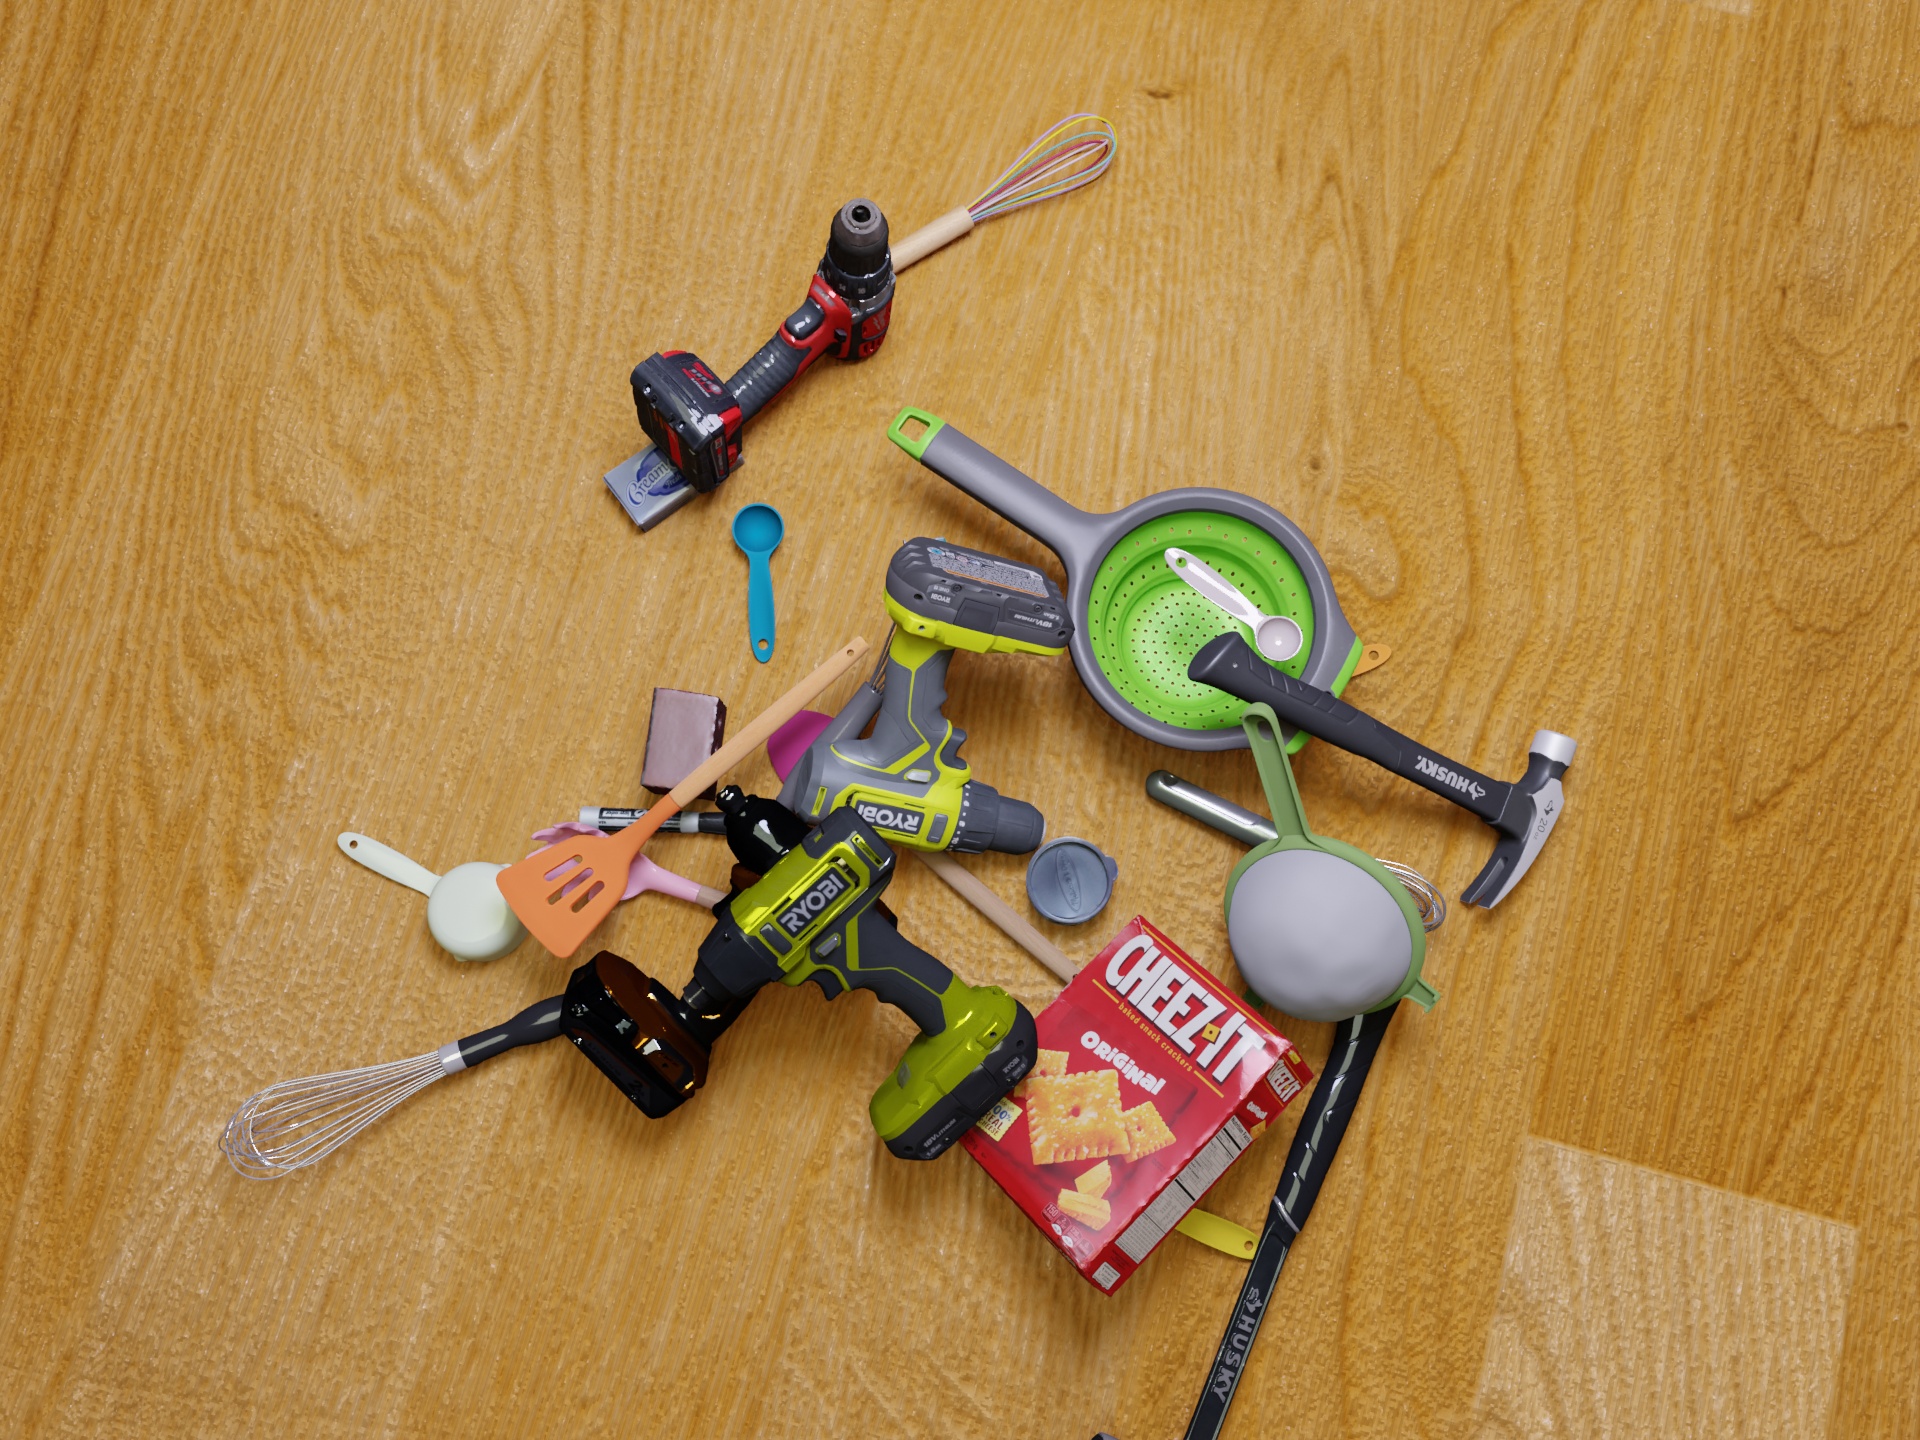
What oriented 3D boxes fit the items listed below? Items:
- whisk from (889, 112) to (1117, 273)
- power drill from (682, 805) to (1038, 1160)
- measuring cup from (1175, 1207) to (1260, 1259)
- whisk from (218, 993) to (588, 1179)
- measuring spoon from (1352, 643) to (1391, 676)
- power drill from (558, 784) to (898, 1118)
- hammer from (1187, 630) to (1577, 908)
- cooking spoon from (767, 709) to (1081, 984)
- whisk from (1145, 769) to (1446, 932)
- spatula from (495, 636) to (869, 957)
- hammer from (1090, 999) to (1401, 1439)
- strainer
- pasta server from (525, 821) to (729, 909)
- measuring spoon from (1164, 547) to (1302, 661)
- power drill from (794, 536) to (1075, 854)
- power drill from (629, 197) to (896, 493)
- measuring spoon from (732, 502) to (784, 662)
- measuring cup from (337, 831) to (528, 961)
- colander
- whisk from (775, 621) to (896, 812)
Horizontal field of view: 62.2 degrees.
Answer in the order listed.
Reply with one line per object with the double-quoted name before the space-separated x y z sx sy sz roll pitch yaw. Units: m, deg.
"whisk" 0.027 -0.430 1.332 0.245 0.047 0.051 -31 68 -1
"power drill" -0.068 0.193 1.109 0.171 0.080 0.223 -43 105 -2
"measuring cup" 0.154 0.364 1.179 0.156 0.029 0.062 25 78 -7
"whisk" -0.409 0.265 1.187 0.284 0.070 0.070 -21 79 -9
"measuring spoon" 0.289 -0.037 1.265 0.117 0.011 0.021 -20 78 -7
"power drill" -0.180 0.161 1.156 0.226 0.084 0.164 -40 105 2
"hammer" 0.306 0.023 1.167 0.334 0.035 0.146 24 86 -22
"cooking spoon" -0.022 0.104 1.232 0.319 0.017 0.069 40 82 9
"whisk" 0.255 0.098 1.218 0.246 0.059 0.058 26 41 10
"spatula" -0.194 0.044 1.180 0.322 0.041 0.081 -40 86 -4
"hammer" 0.235 0.382 1.159 0.149 0.036 0.409 27 77 -6
"strainer" 0.232 0.114 1.119 0.151 0.069 0.256 -6 113 36
"pasta server" -0.177 0.145 1.215 0.316 0.040 0.060 20 108 3
"measuring spoon" 0.200 -0.086 1.177 0.124 0.018 0.034 41 82 14
"power drill" -0.002 -0.004 1.166 0.190 0.080 0.228 13 115 -15
"power drill" -0.140 -0.292 1.218 0.227 0.188 0.080 -41 84 -14
"measuring spoon" -0.160 -0.110 1.281 0.042 0.021 0.128 -3 87 0
"measuring cup" -0.409 0.125 1.219 0.167 0.038 0.083 27 80 3
"colander" 0.113 -0.115 1.236 0.397 0.094 0.204 34 81 6
"whisk" -0.065 -0.020 1.211 0.055 0.055 0.239 40 99 8
